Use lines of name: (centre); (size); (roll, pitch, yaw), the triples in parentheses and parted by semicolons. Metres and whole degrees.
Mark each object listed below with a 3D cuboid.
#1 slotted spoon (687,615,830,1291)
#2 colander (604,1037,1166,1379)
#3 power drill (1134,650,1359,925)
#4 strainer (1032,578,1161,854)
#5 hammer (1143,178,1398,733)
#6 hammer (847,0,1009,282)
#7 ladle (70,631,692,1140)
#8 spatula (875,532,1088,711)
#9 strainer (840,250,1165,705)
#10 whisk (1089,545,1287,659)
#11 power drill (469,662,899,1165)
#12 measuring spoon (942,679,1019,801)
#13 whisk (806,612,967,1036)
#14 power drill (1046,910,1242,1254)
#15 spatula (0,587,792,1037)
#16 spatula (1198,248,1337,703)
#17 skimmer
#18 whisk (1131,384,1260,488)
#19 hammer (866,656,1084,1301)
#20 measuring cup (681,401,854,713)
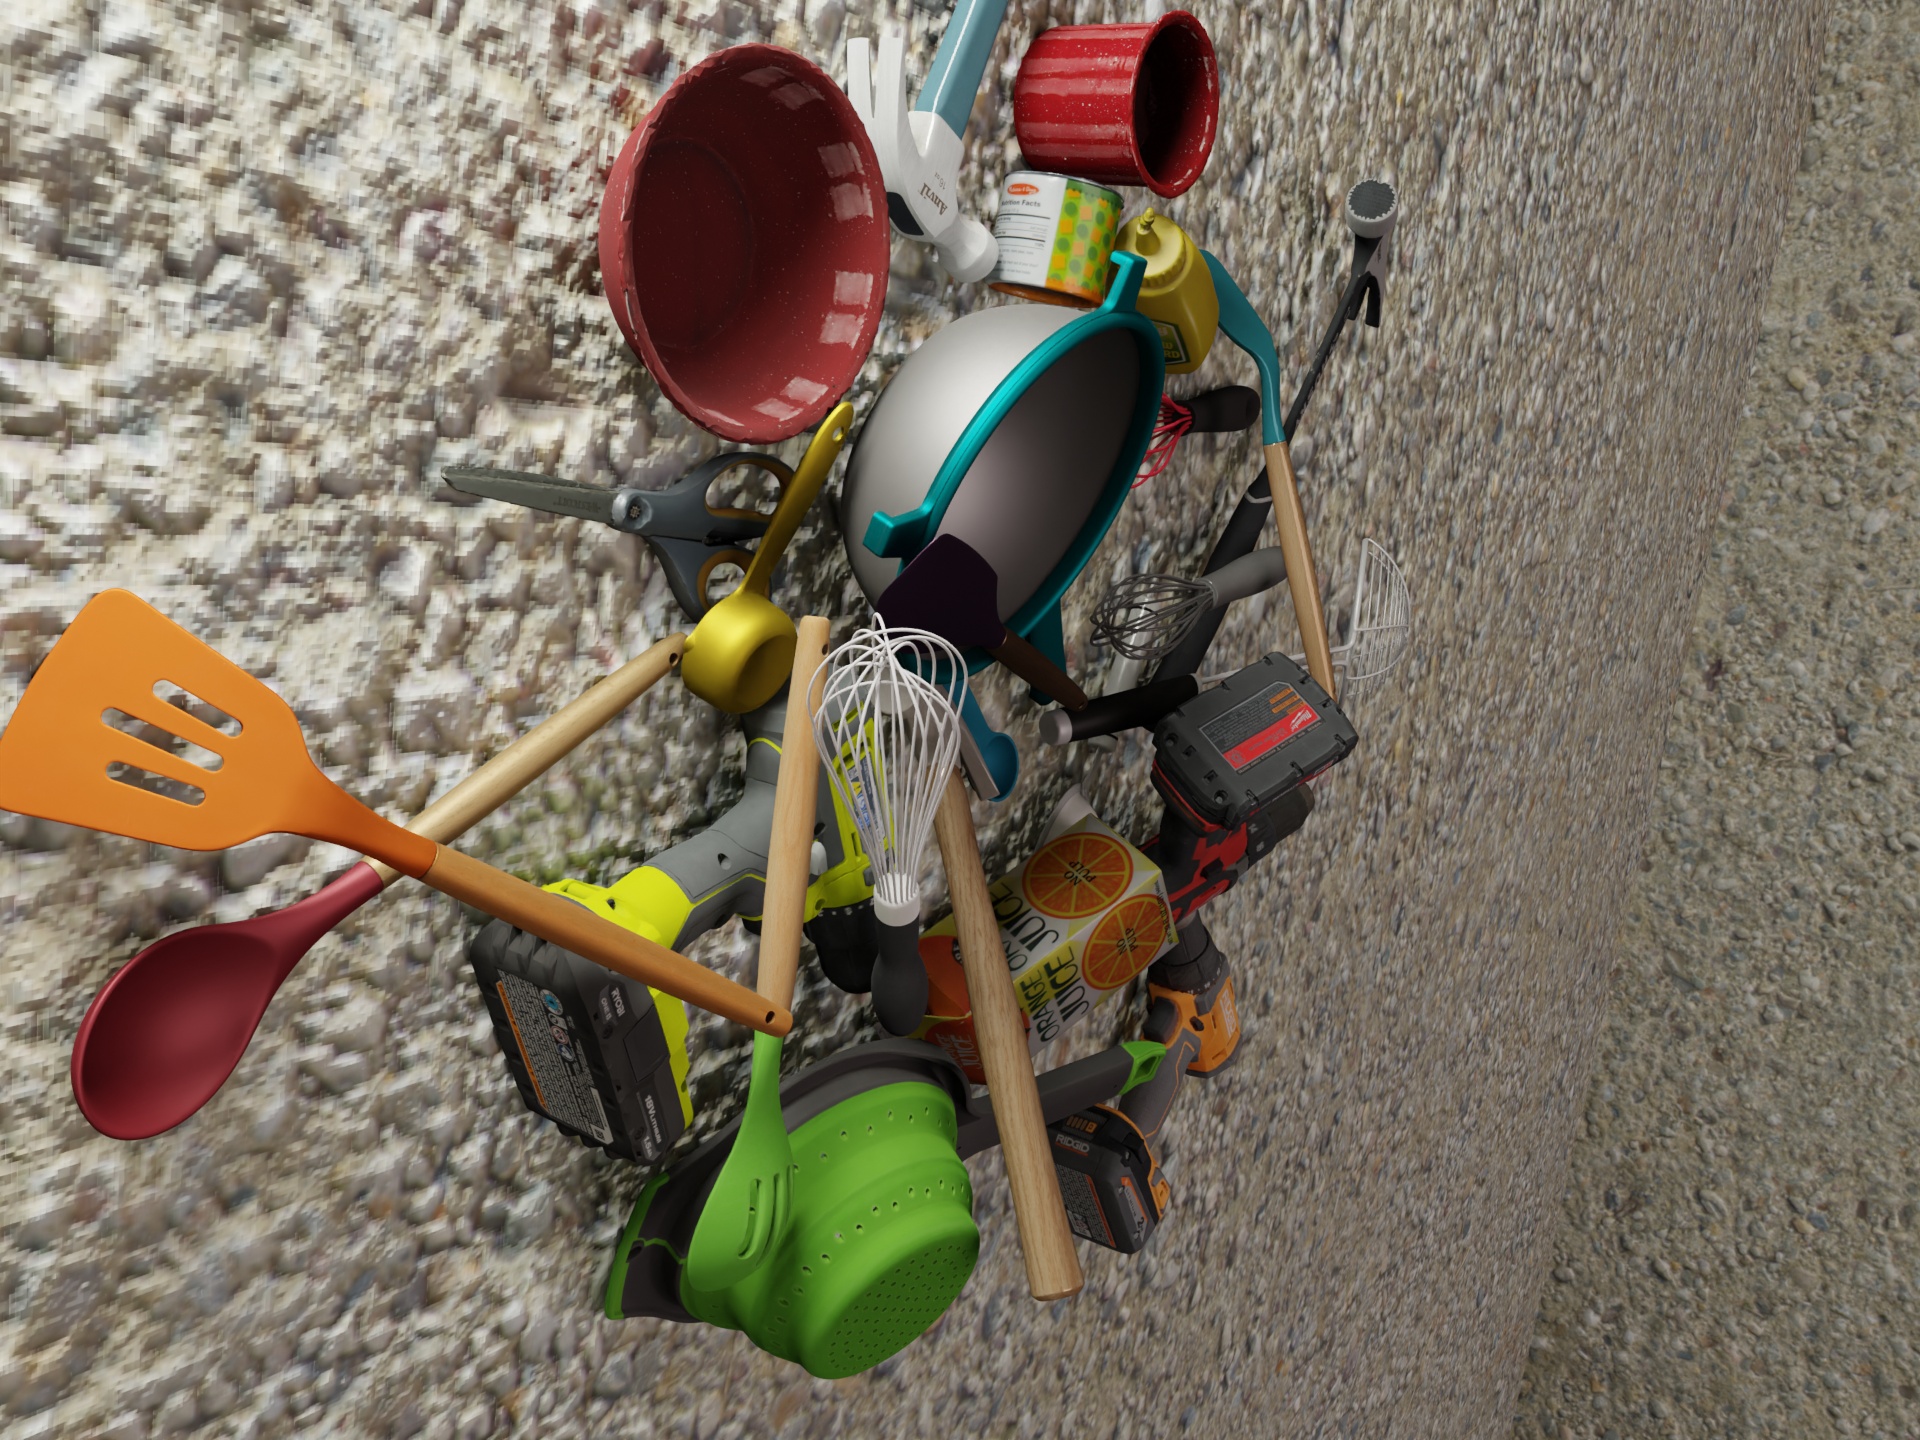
slotted spoon: (-0.083, 0.109, 0.720); (0.070, 0.031, 0.314); (-1, 99, -63)
colander: (0.003, 0.263, 0.888); (0.397, 0.095, 0.204); (-9, 131, -42)
power drill: (0.188, 0.052, 1.074); (0.188, 0.080, 0.226); (-29, 156, -23)
strainer: (0.094, 0.022, 1.058); (0.086, 0.050, 0.258); (45, 62, -68)
hammer: (0.221, -0.177, 1.143); (0.409, 0.036, 0.149); (-64, 162, -8)
hammer: (0.027, -0.400, 0.800); (0.128, 0.033, 0.331); (28, 80, -56)
ladle: (-0.217, 0.046, 0.641); (0.315, 0.031, 0.069); (-44, 138, -39)
spatula: (0.022, -0.037, 0.827); (0.060, 0.018, 0.315); (-46, 160, 6)
strainer: (0.012, -0.104, 0.864); (0.211, 0.095, 0.340); (-50, 161, -14)
whisk: (0.159, -0.084, 1.031); (0.239, 0.055, 0.055); (-23, 121, -48)
power drill: (-0.110, 0.103, 0.771); (0.228, 0.080, 0.190); (-41, 134, -42)
measuring spoon: (-0.001, -0.003, 0.938); (0.042, 0.021, 0.128); (-57, 133, -34)
whisk: (-0.030, 0.064, 0.754); (0.070, 0.070, 0.284); (-45, 150, -35)
power drill: (0.135, 0.250, 1.173); (0.226, 0.084, 0.185); (-53, 140, -35)
spatula: (-0.186, 0.061, 0.603); (0.322, 0.041, 0.081); (35, 70, -39)
spatula: (0.202, -0.155, 1.044); (0.082, 0.044, 0.317); (-32, 111, -56)
skimmer: (0.185, -0.042, 1.097); (0.363, 0.090, 0.127); (-14, 120, -33)
whisk: (0.132, -0.191, 1.014); (0.296, 0.073, 0.073); (-25, 123, -56)
hammer: (0.014, 0.134, 0.846); (0.130, 0.031, 0.331); (37, 38, -71)
measuring cup: (-0.078, -0.071, 0.732); (0.062, 0.029, 0.156); (-3, 125, -61)
